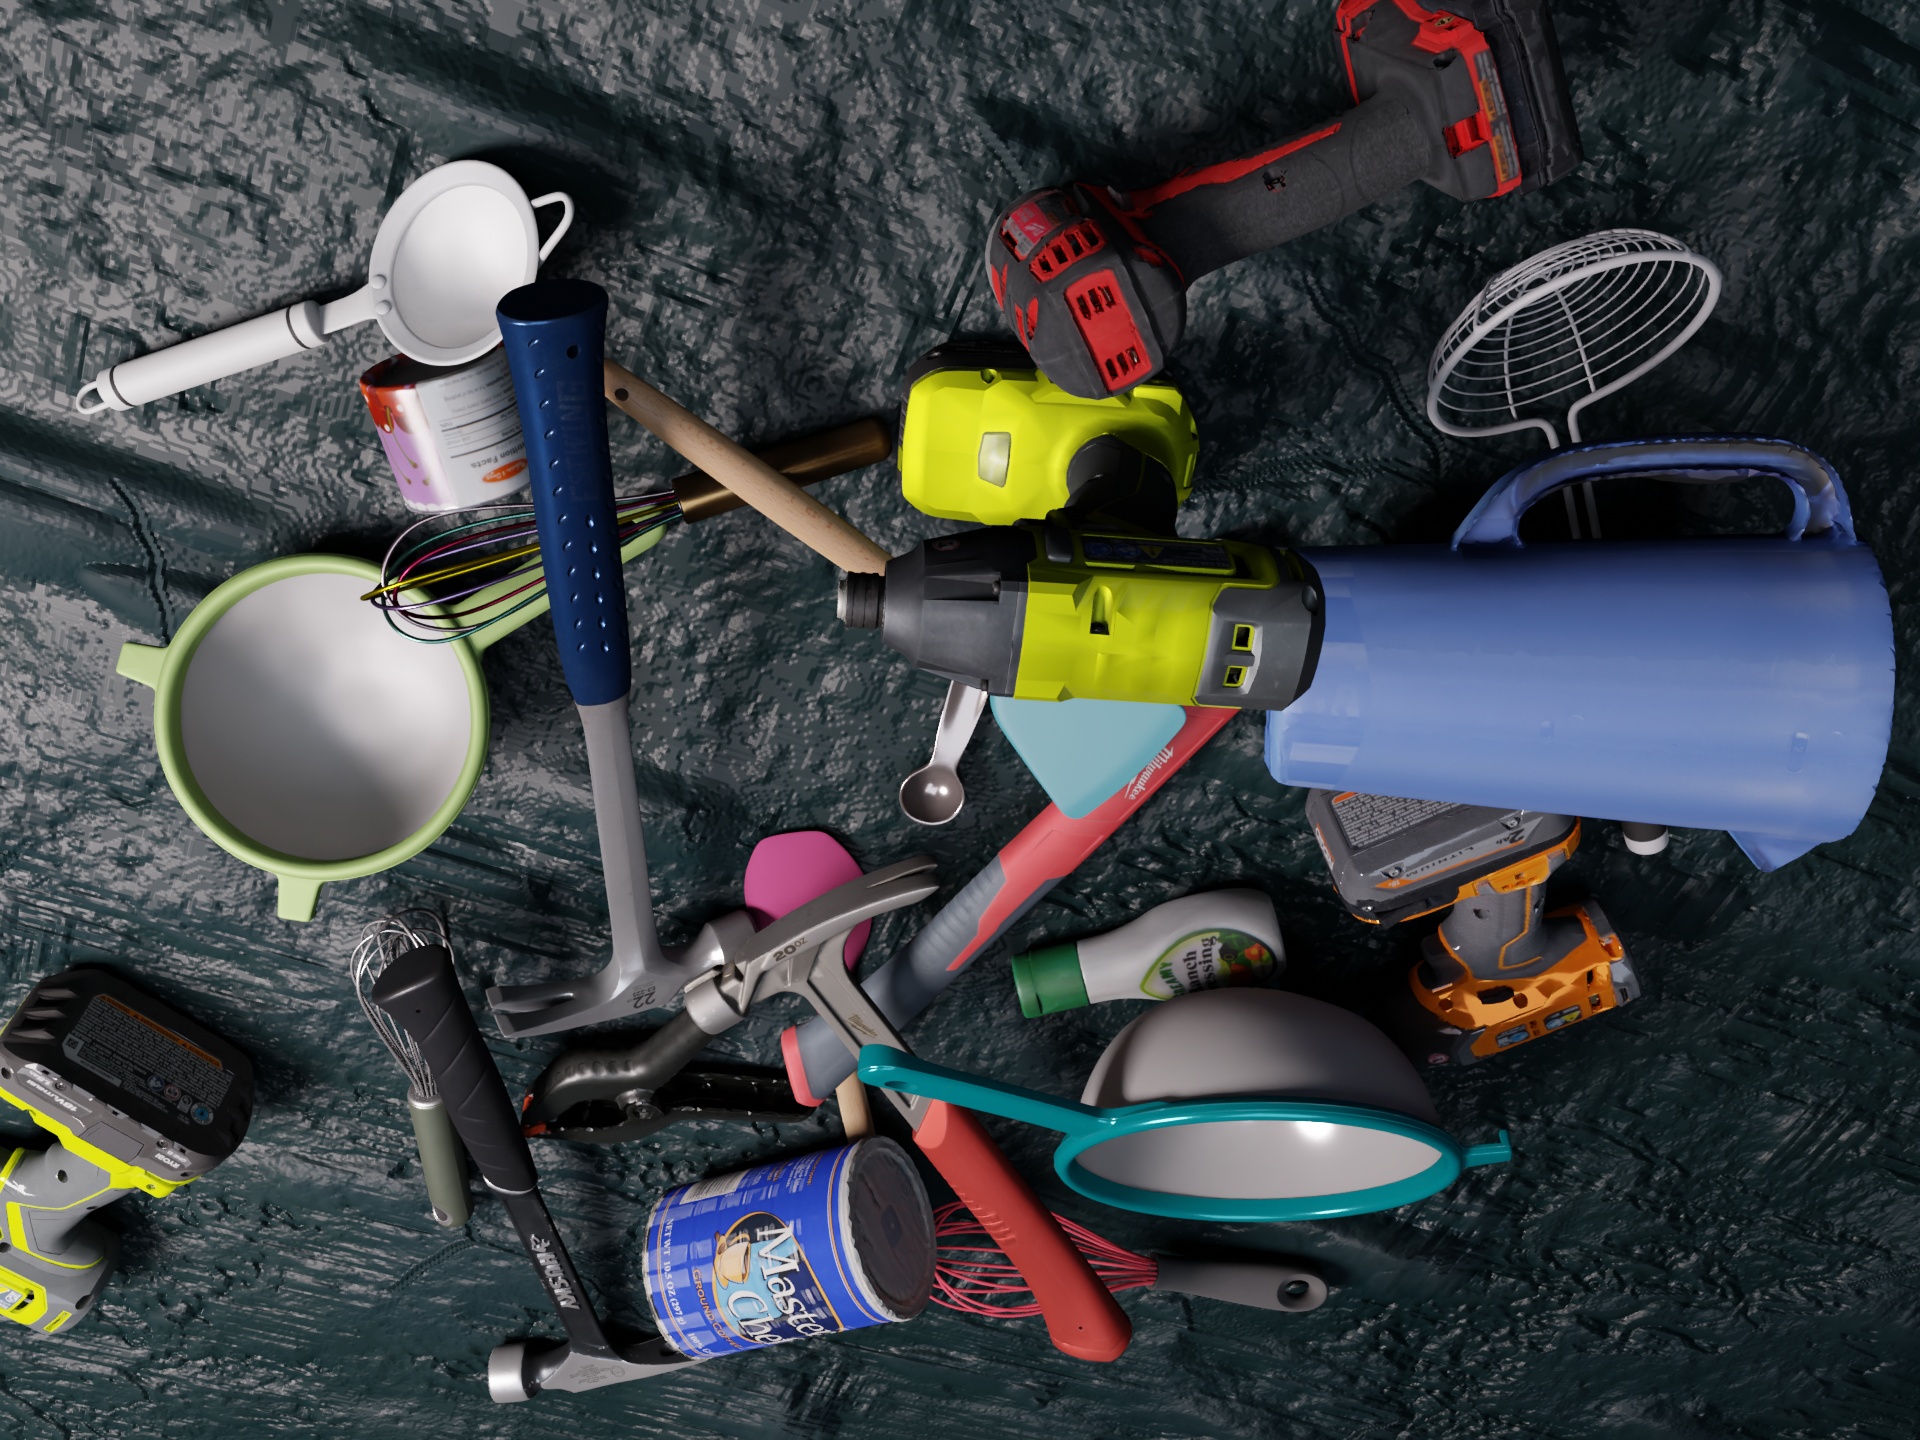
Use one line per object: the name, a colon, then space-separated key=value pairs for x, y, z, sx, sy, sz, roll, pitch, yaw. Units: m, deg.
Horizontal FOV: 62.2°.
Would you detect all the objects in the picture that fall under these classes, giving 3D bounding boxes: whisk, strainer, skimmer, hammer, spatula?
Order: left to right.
strainer: x=-0.271 y=-0.173 z=0.681 sx=0.258 sy=0.050 sz=0.087 roll=-14 pitch=80 yaw=12
whisk: x=-0.303 y=0.205 z=0.907 sx=0.058 sy=0.059 sz=0.246 roll=23 pitch=129 yaw=26
strainer: x=-0.250 y=-0.031 z=0.762 sx=0.256 sy=0.069 sz=0.151 roll=-32 pitch=94 yaw=-4
hammer: x=-0.251 y=0.277 z=0.923 sx=0.149 sy=0.036 sz=0.408 roll=-7 pitch=129 yaw=0
hammer: x=-0.167 y=-0.002 z=0.724 sx=0.144 sy=0.035 sz=0.405 roll=-18 pitch=135 yaw=-23
whisk: x=-0.147 y=-0.090 z=0.711 sx=0.245 sy=0.051 sz=0.047 roll=-19 pitch=159 yaw=-8
spatula: x=-0.033 y=-0.063 z=0.722 sx=0.317 sy=0.044 sz=0.082 roll=34 pitch=114 yaw=-28
hammer: x=0.009 y=0.233 z=0.878 sx=0.149 sy=0.037 sz=0.358 roll=-29 pitch=117 yaw=11
hammer: x=0.050 y=0.083 z=0.845 sx=0.143 sy=0.038 sz=0.386 roll=36 pitch=109 yaw=-24
whisk: x=0.103 y=0.348 z=1.009 sx=0.295 sy=0.073 sz=0.073 roll=12 pitch=120 yaw=-17
strainer: x=0.101 y=0.180 z=0.829 sx=0.340 sy=0.095 sz=0.211 roll=20 pitch=146 yaw=-24
skimmer: x=0.310 y=-0.060 z=0.753 sx=0.127 sy=0.090 sz=0.363 roll=-20 pitch=120 yaw=8

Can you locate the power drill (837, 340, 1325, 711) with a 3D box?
power drill: x=0.037 y=-0.082 z=0.646 sx=0.171 sy=0.223 sz=0.080 roll=3 pitch=120 yaw=-6

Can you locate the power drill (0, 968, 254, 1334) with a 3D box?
power drill: x=-0.532 y=0.241 z=0.895 sx=0.228 sy=0.080 sz=0.190 roll=-38 pitch=116 yaw=21

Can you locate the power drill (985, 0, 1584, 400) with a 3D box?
power drill: x=0.113 y=-0.214 z=0.628 sx=0.219 sy=0.143 sz=0.078 roll=-27 pitch=123 yaw=5

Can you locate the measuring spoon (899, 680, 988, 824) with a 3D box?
measuring spoon: x=-0.001 y=-0.003 z=0.818 sx=0.034 sy=0.018 sz=0.124 roll=15 pitch=112 yaw=-10

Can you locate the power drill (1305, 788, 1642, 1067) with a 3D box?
power drill: x=0.260 y=0.106 z=0.842 sx=0.164 sy=0.084 sz=0.226 roll=-25 pitch=133 yaw=11

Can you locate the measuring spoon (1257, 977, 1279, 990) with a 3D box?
measuring spoon: x=0.175 y=0.201 z=0.942 sx=0.042 sy=0.021 sz=0.128 roll=-1 pitch=122 yaw=-3

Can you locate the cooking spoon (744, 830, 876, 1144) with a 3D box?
cooking spoon: x=-0.068 y=0.196 z=0.927 sx=0.069 sy=0.017 sz=0.318 roll=-8 pitch=121 yaw=2
